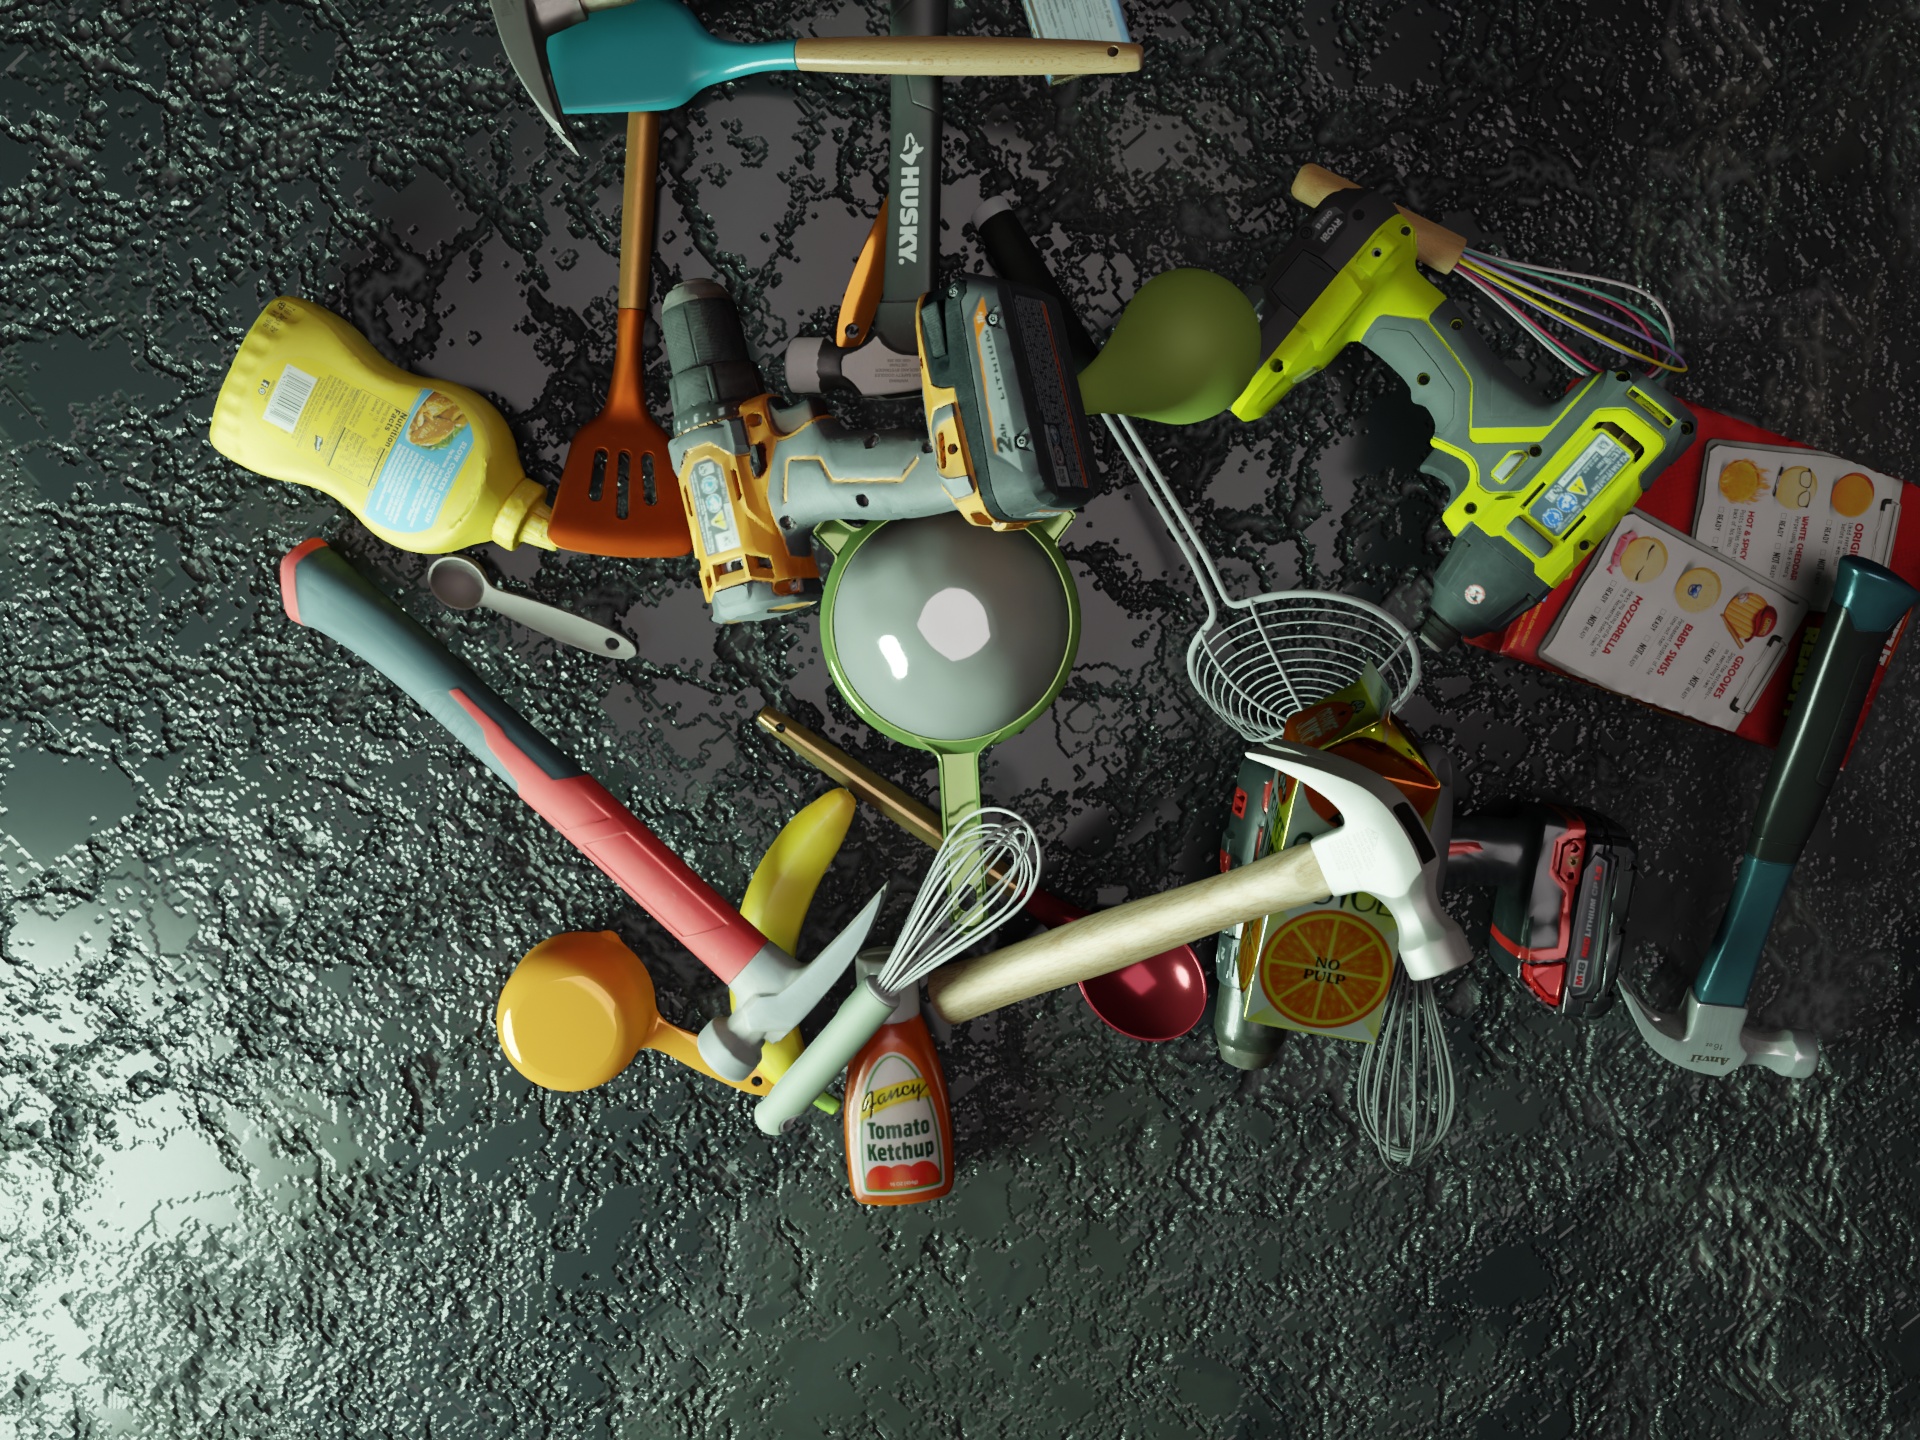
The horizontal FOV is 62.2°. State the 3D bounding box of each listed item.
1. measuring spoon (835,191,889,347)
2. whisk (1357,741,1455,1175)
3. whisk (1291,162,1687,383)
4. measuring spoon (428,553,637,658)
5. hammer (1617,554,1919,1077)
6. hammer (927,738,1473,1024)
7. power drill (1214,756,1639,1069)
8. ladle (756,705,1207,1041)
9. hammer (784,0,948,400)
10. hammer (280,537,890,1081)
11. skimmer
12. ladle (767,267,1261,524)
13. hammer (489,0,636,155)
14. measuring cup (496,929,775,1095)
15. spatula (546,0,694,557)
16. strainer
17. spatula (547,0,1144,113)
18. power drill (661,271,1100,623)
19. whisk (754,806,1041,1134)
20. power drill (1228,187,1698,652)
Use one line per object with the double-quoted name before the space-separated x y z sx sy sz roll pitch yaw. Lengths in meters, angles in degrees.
"measuring spoon" -0.046 -0.262 0.897 0.021 0.011 0.117 23 101 9
"whisk" 0.252 0.131 0.874 0.055 0.055 0.239 4 93 -2
"whisk" 0.298 -0.251 0.897 0.245 0.051 0.047 26 62 -1
"measuring spoon" -0.245 -0.065 0.918 0.124 0.018 0.034 22 122 -11
"hammer" 0.463 0.064 0.896 0.128 0.033 0.330 5 118 1
"hammer" 0.101 0.107 0.847 0.331 0.031 0.130 -26 83 41
"power drill" 0.259 0.121 0.930 0.226 0.080 0.188 7 98 0
"ladle" 0.012 0.086 0.940 0.315 0.031 0.069 35 93 -4
"hammer" -0.018 -0.344 0.860 0.146 0.035 0.335 3 95 14
"hammer" -0.220 0.025 0.894 0.386 0.038 0.143 42 100 0
"skimmer" 0.125 -0.140 0.900 0.127 0.090 0.363 -34 85 44
"ladle" 0.008 -0.157 0.862 0.320 0.062 0.078 -17 112 23
"hammer" -0.043 -0.422 0.810 0.410 0.038 0.146 -18 80 3
"measuring cup" -0.189 0.190 0.935 0.173 0.052 0.095 25 97 -3
"spatula" -0.179 -0.252 0.878 0.081 0.041 0.322 3 97 -14
"strainer" -0.001 -0.003 0.892 0.151 0.069 0.256 -3 91 -2
"spatula" -0.063 -0.351 0.831 0.317 0.044 0.082 6 90 14
"power drill" -0.057 -0.162 0.821 0.226 0.084 0.185 -13 90 30
"whisk" -0.039 0.146 0.895 0.059 0.057 0.246 46 106 20
"power drill" 0.246 -0.159 0.851 0.223 0.080 0.171 43 107 9
